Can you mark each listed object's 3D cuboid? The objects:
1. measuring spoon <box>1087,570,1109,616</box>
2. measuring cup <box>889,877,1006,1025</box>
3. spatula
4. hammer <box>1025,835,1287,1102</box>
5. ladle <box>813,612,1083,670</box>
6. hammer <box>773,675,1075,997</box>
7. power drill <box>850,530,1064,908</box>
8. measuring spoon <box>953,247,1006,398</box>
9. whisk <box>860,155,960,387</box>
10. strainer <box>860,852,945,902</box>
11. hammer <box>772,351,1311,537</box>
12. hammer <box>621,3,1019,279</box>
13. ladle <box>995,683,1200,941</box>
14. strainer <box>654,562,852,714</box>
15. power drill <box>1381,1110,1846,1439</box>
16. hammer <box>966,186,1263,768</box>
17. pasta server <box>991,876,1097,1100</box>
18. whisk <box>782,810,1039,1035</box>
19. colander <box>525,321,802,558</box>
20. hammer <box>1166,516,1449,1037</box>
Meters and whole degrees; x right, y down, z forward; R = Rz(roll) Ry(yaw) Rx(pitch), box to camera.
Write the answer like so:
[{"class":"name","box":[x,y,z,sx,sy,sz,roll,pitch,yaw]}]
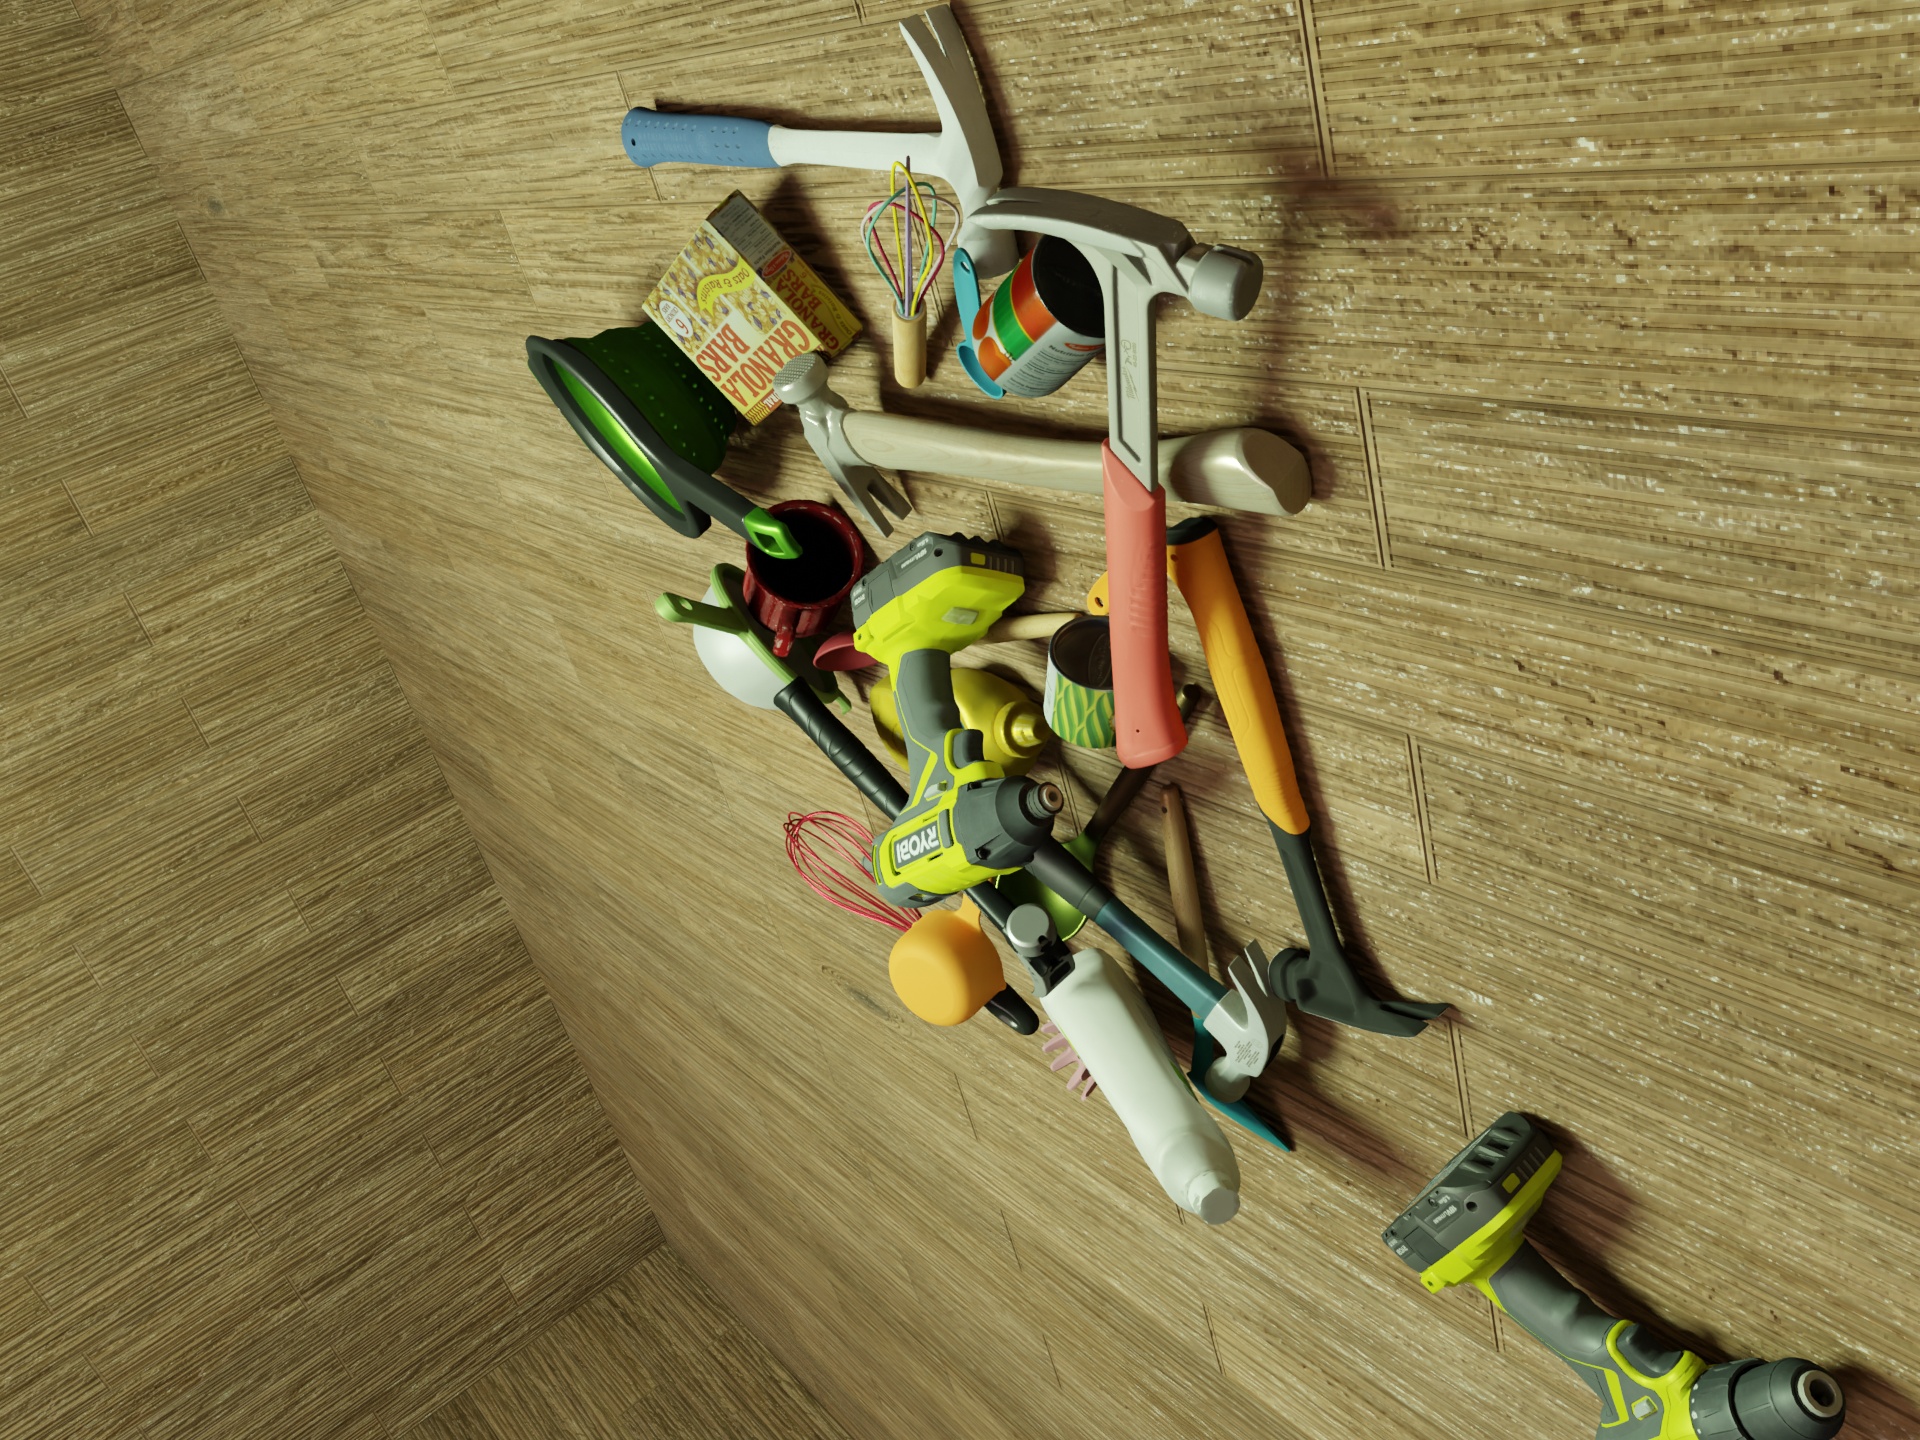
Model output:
[{"class":"measuring spoon","box":[0.104,-0.091,0.990,0.021,0.011,0.117,56,156,6]},{"class":"measuring cup","box":[-0.008,0.172,1.257,0.095,0.052,0.173,31,134,20]},{"class":"spatula","box":[0.176,0.181,1.135,0.082,0.044,0.317,23,132,51]},{"class":"hammer","box":[0.090,0.124,1.114,0.331,0.033,0.128,40,141,16]},{"class":"ladle","box":[-0.013,-0.061,1.179,0.315,0.069,0.031,-3,89,54]},{"class":"hammer","box":[-0.034,0.078,1.189,0.335,0.035,0.146,44,169,29]},{"class":"power drill","box":[-0.002,-0.003,1.052,0.171,0.080,0.223,-30,60,49]},{"class":"measuring spoon","box":[0.014,-0.239,0.941,0.042,0.021,0.128,44,167,22]},{"class":"whisk","box":[-0.030,-0.252,0.943,0.047,0.051,0.245,37,169,6]},{"class":"strainer","box":[-0.048,0.121,1.427,0.087,0.050,0.258,68,158,-1]},{"class":"hammer","box":[0.043,-0.153,0.975,0.411,0.038,0.146,17,151,47]},{"class":"hammer","box":[-0.111,-0.376,1.024,0.406,0.035,0.144,26,139,47]},{"class":"ladle","box":[0.097,0.069,1.115,0.078,0.062,0.320,48,149,14]},{"class":"strainer","box":[-0.193,-0.060,1.292,0.151,0.069,0.256,53,-167,15]},{"class":"power drill","box":[0.372,0.343,0.915,0.229,0.080,0.190,44,150,20]},{"class":"hammer","box":[0.087,-0.110,0.863,0.149,0.037,0.358,25,144,28]},{"class":"pasta server","box":[0.050,0.183,1.287,0.060,0.040,0.316,26,147,57]},{"class":"whisk","box":[-0.045,0.170,1.363,0.296,0.073,0.073,38,147,23]},{"class":"colander","box":[-0.203,-0.221,1.229,0.397,0.094,0.204,35,163,46]},{"class":"hammer","box":[0.191,0.037,0.946,0.127,0.034,0.336,8,125,57]}]
